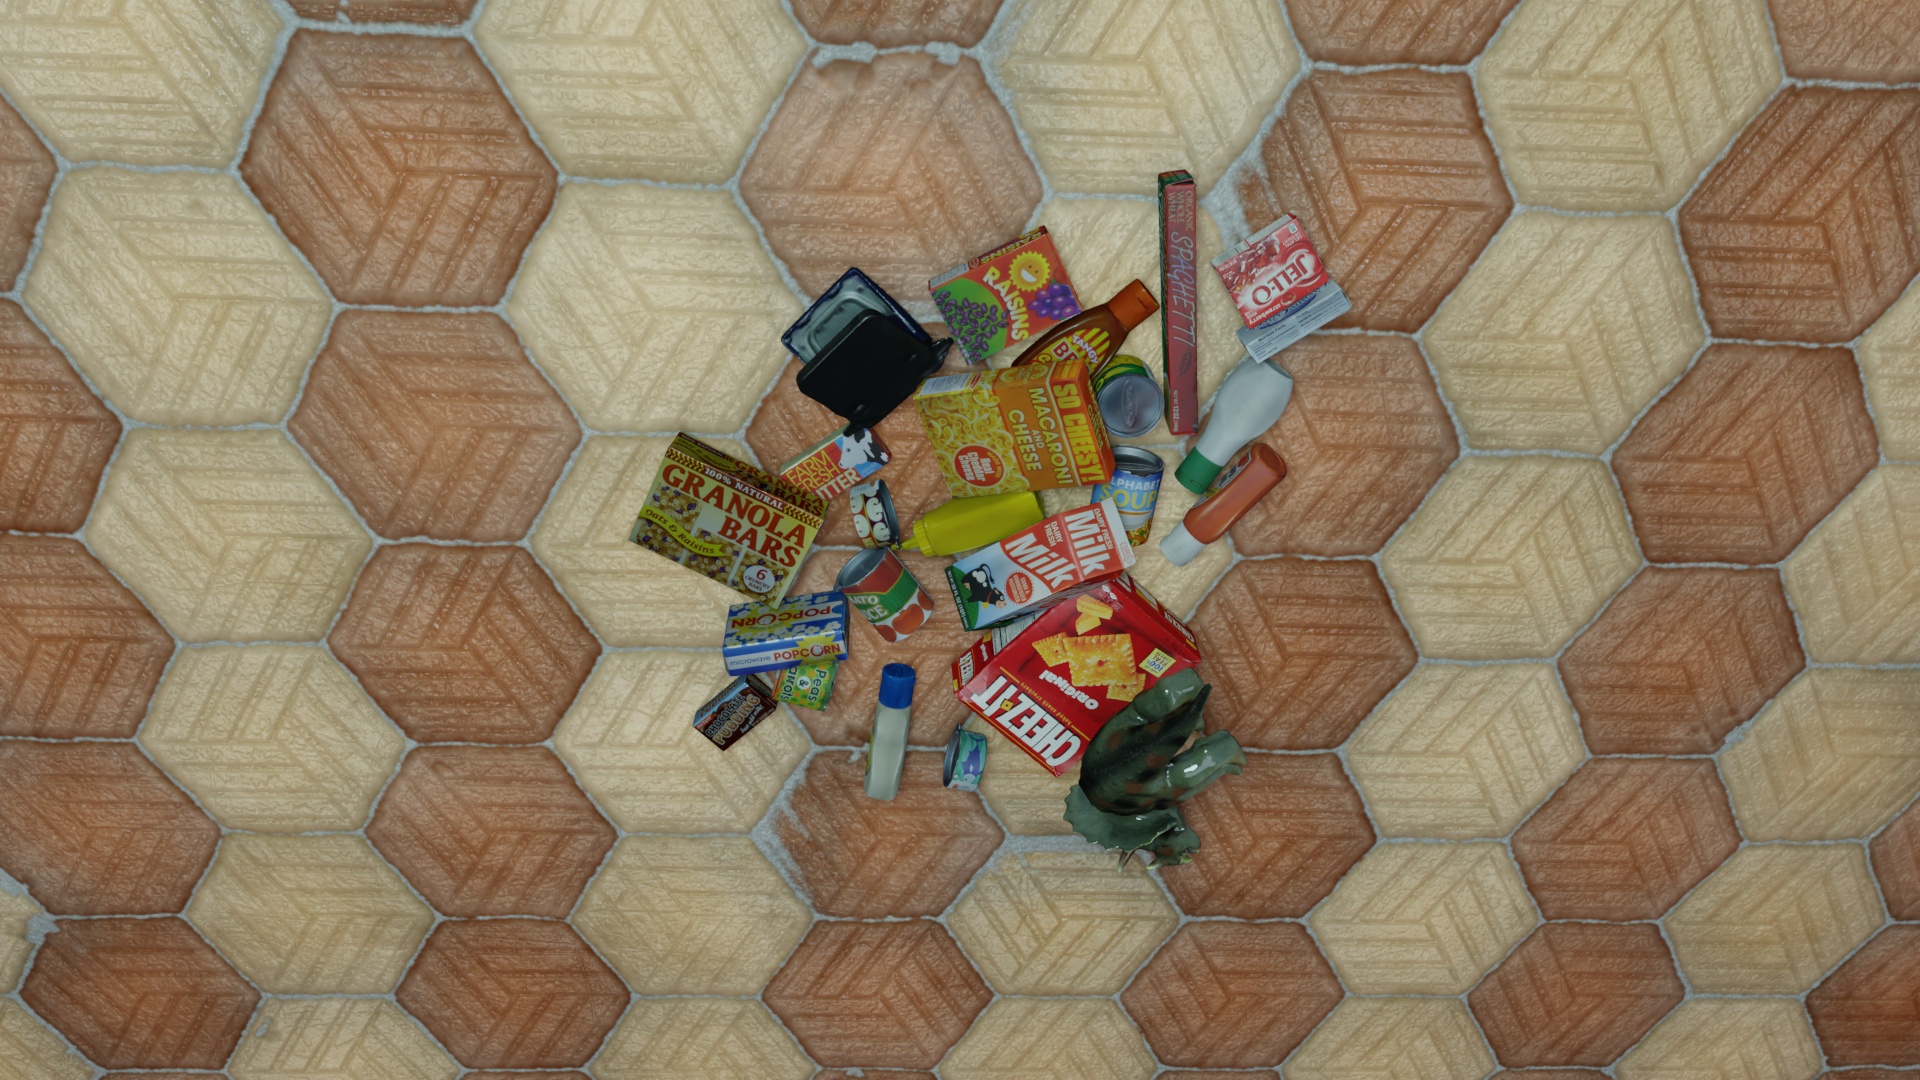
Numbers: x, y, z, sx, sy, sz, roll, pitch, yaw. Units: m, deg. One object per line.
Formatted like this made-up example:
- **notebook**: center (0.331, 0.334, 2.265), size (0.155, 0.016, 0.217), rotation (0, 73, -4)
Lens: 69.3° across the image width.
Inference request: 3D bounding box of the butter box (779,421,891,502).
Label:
- **butter box**: center (-0.125, -0.077, 1.390), size (0.103, 0.024, 0.053), rotation (-32, 113, 12)

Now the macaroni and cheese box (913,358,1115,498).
- **macaroni and cheese box**: center (0.053, -0.107, 1.336), size (0.166, 0.040, 0.123), rotation (-5, 127, 24)

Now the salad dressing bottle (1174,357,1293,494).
- **salad dressing bottle**: center (0.269, -0.113, 1.380), size (0.064, 0.044, 0.147), rotation (30, 113, -12)

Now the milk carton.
- **milk carton**: center (0.085, 0.025, 1.376), size (0.190, 0.073, 0.072), rotation (-27, 76, 32)

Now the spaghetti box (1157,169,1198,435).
- **spaghetti box**: center (0.207, -0.223, 1.318), size (0.029, 0.050, 0.248), rotation (-5, 116, 2)

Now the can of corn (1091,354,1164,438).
- **can of corn**: center (0.158, -0.141, 1.352), size (0.071, 0.058, 0.070), rotation (-1, 117, -2)

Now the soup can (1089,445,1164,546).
- **soup can**: center (0.165, -0.043, 1.393), size (0.071, 0.071, 0.083), rotation (6, 116, -5)

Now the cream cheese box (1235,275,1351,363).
- **cream cheese box**: center (0.318, -0.211, 1.327), size (0.103, 0.053, 0.024), rotation (-31, 112, 12)

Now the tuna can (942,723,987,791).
- **tuna can**: center (0.005, 0.240, 1.532), size (0.033, 0.071, 0.070), rotation (14, 115, -10)

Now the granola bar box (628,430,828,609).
- **granola bar box**: center (-0.232, -0.019, 1.391), size (0.165, 0.039, 0.123), rotation (26, 120, -8)

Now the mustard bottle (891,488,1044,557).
- **mustard bottle**: center (0.005, -0.018, 1.406), size (0.160, 0.065, 0.048), rotation (-20, 116, 13)

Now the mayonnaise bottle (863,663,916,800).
- **mayonnaise bottle**: center (-0.077, 0.206, 1.514), size (0.041, 0.065, 0.147), rotation (8, 112, -2)

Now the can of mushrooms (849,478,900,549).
- **can of mushrooms**: center (-0.085, -0.024, 1.394), size (0.033, 0.071, 0.070), rotation (-15, 116, 6)

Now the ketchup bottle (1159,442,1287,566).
- **ketchup bottle**: center (0.265, -0.033, 1.411), size (0.043, 0.065, 0.148), rotation (43, 117, 1)

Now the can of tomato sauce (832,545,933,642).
- **can of tomato sauce**: center (-0.079, 0.055, 1.433), size (0.071, 0.071, 0.083), rotation (-34, 114, 14)

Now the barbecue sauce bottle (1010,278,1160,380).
- **barbecue sauce bottle**: center (0.123, -0.191, 1.334), size (0.148, 0.044, 0.065), rotation (-38, 107, 15)

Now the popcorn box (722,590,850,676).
- **popcorn box**: center (-0.179, 0.095, 1.439), size (0.127, 0.085, 0.038), rotation (-8, 118, 1)

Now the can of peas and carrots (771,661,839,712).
- **can of peas and carrots**: center (-0.164, 0.144, 1.472), size (0.059, 0.071, 0.070), rotation (15, 115, -9)

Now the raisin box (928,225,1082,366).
- **raisin box**: center (0.042, -0.232, 1.313), size (0.123, 0.040, 0.086), rotation (-24, 114, 9)

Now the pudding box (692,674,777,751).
- **pudding box**: center (-0.245, 0.185, 1.512), size (0.083, 0.030, 0.049), rotation (-39, 111, 15)
